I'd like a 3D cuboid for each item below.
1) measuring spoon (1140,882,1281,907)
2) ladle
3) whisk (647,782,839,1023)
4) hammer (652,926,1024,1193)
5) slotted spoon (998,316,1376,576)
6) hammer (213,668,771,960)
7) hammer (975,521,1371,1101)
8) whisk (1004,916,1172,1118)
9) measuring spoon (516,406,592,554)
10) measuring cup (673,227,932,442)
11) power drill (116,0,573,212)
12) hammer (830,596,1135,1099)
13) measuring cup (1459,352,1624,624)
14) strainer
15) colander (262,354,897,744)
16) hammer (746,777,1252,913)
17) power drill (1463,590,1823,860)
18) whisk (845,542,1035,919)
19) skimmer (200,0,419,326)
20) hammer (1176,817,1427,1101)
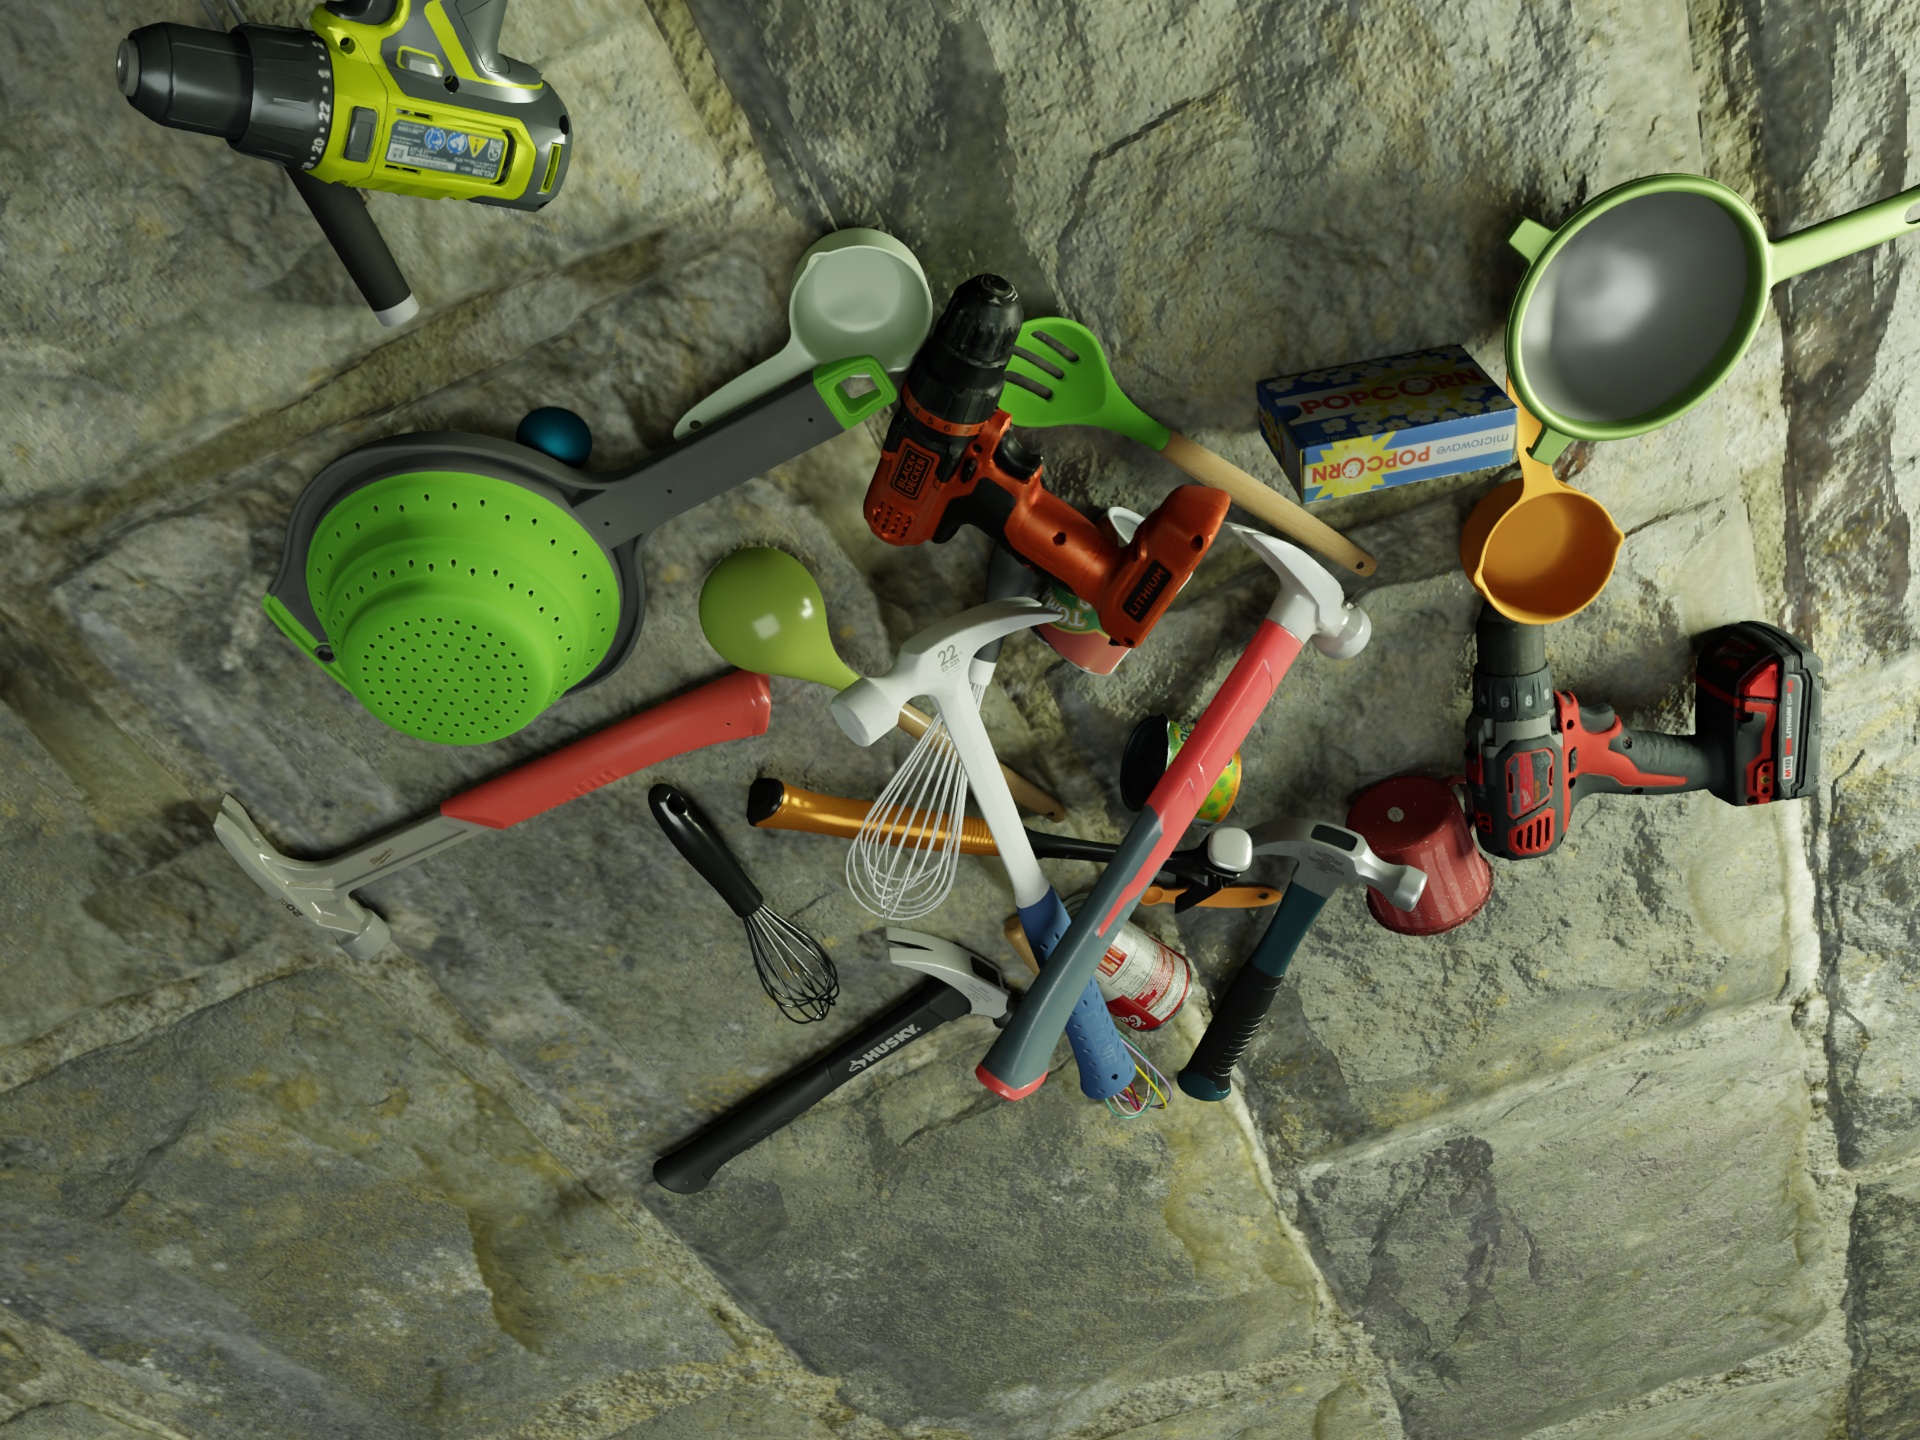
[{"bbox_3d":[0.188,0.130,1.196,0.117,0.011,0.021,3,129,-16],"label":"measuring spoon"},{"bbox_3d":[-0.038,-0.011,1.033,0.078,0.062,0.319,-39,131,22],"label":"ladle"},{"bbox_3d":[-0.151,0.131,1.114,0.055,0.055,0.238,-25,123,10],"label":"whisk"},{"bbox_3d":[-0.112,0.278,1.242,0.334,0.035,0.146,-36,126,18],"label":"hammer"},{"bbox_3d":[0.138,-0.155,0.953,0.313,0.031,0.070,25,120,-28],"label":"slotted spoon"},{"bbox_3d":[-0.288,0.041,1.025,0.359,0.037,0.149,-23,128,9],"label":"hammer"},{"bbox_3d":[0.114,0.064,0.997,0.143,0.038,0.386,32,90,-41],"label":"hammer"},{"bbox_3d":[0.096,0.236,1.244,0.051,0.047,0.244,-34,122,2],"label":"whisk"},{"bbox_3d":[-0.231,-0.118,0.918,0.042,0.021,0.128,-2,126,-9],"label":"measuring spoon"},{"bbox_3d":[-0.091,-0.205,0.869,0.167,0.038,0.083,-30,128,20],"label":"measuring cup"},{"bbox_3d":[-0.243,-0.337,0.678,0.190,0.080,0.228,-4,132,-41],"label":"power drill"},{"bbox_3d":[0.048,0.100,1.015,0.144,0.035,0.405,-36,129,-18],"label":"hammer"},{"bbox_3d":[0.349,-0.147,0.986,0.095,0.052,0.173,-16,112,2],"label":"measuring cup"},{"bbox_3d":[0.418,-0.257,0.896,0.256,0.069,0.151,-20,124,2],"label":"strainer"},{"bbox_3d":[-0.212,-0.085,0.877,0.397,0.095,0.204,-24,131,16],"label":"colander"},{"bbox_3d":[0.021,0.082,1.093,0.336,0.034,0.127,9,159,-8],"label":"hammer"},{"bbox_3d":[0.453,-0.011,1.079,0.226,0.080,0.187,-10,110,-1],"label":"power drill"},{"bbox_3d":[0.000,-0.003,0.992,0.070,0.070,0.284,16,104,-21],"label":"whisk"},{"bbox_3d":[-0.338,-0.324,0.695,0.127,0.090,0.362,-23,129,-1],"label":"skimmer"},{"bbox_3d":[0.229,0.192,1.199,0.128,0.033,0.330,27,136,12],"label":"hammer"}]
